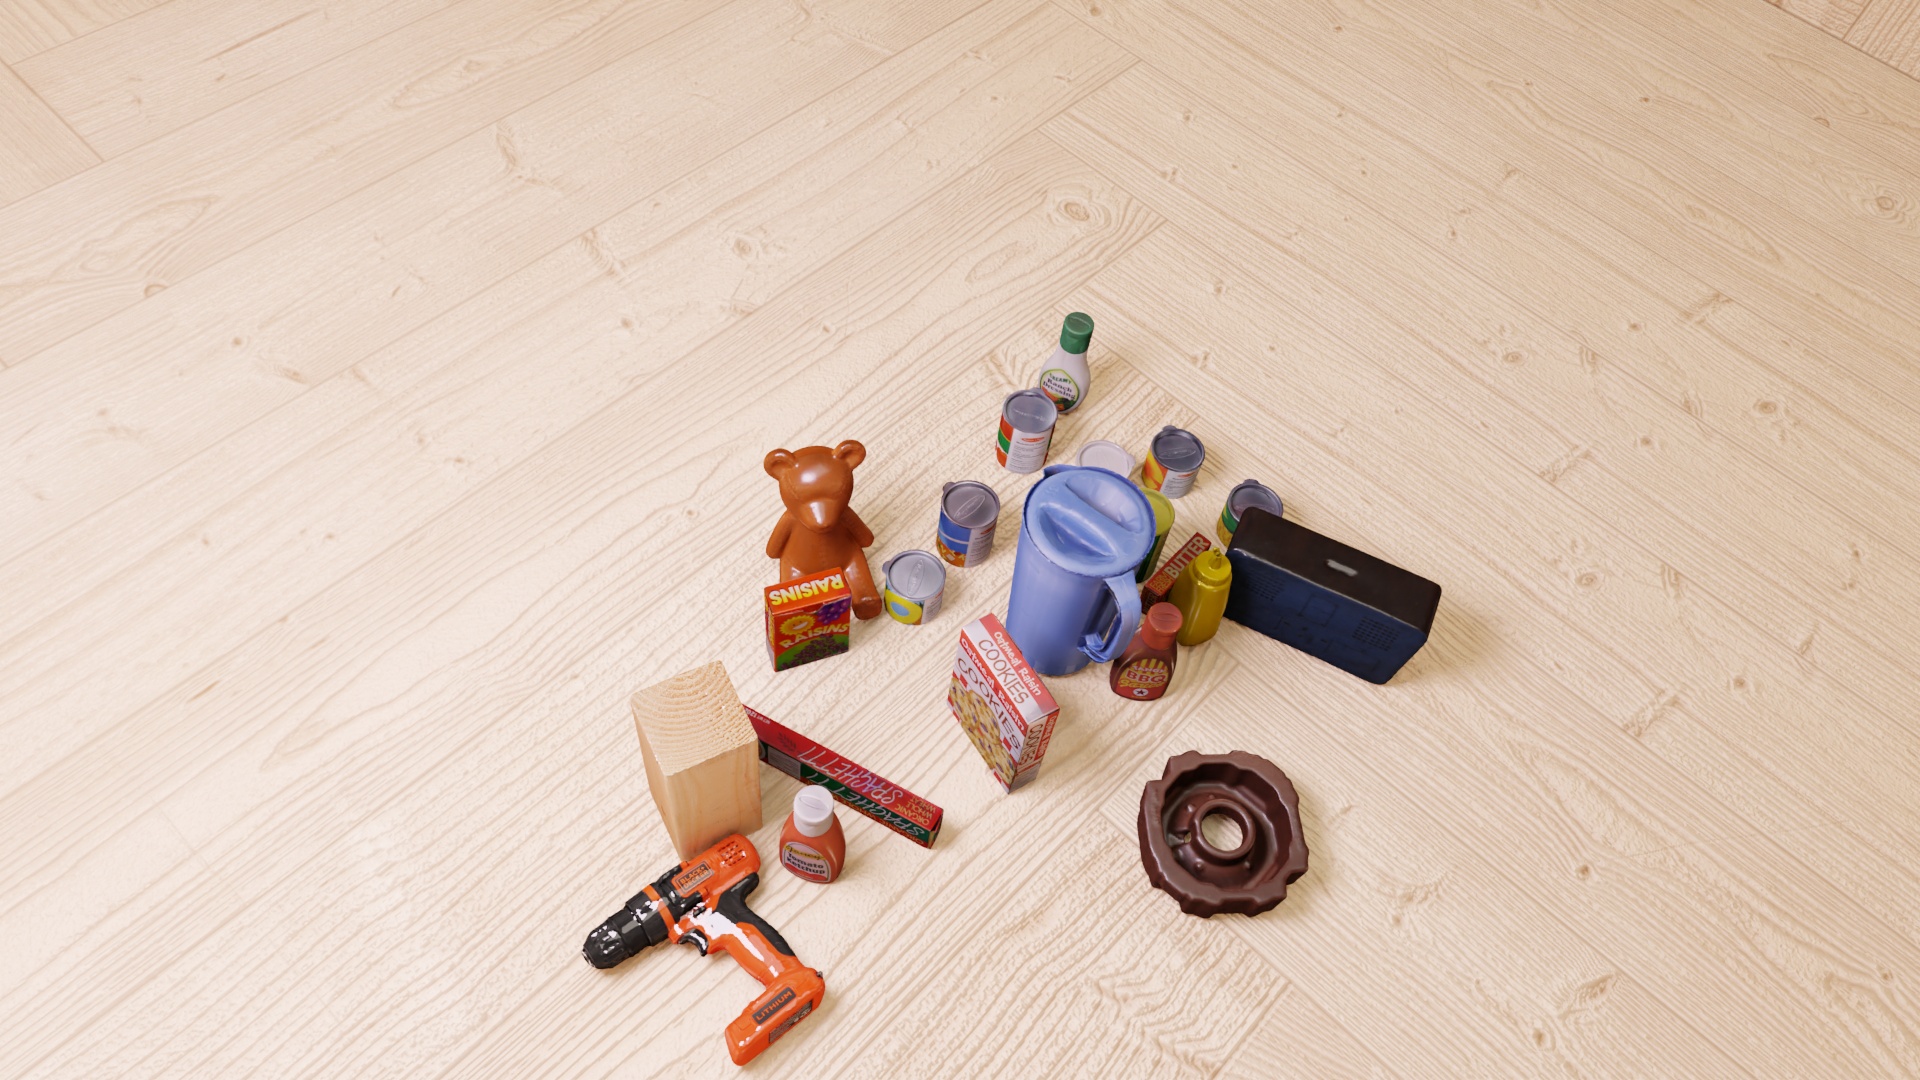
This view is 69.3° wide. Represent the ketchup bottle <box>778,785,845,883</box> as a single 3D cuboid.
[{"bbox_3d":[-0.140,0.277,1.316,0.065,0.148,0.044,19,56,6],"label":"ketchup bottle"}]

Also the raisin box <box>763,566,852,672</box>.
[{"bbox_3d":[-0.161,0.085,1.459,0.086,0.122,0.040,-14,59,-16],"label":"raisin box"}]

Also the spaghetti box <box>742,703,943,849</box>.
[{"bbox_3d":[-0.131,0.236,1.404,0.250,0.050,0.029,26,57,10],"label":"spaghetti box"}]

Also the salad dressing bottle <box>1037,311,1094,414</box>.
[{"bbox_3d":[0.132,-0.215,1.685,0.064,0.146,0.044,27,57,11],"label":"salad dressing bottle"}]

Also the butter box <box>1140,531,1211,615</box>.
[{"bbox_3d":[0.243,0.040,1.582,0.024,0.052,0.104,38,60,18],"label":"butter box"}]

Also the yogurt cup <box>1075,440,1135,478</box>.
[{"bbox_3d":[0.166,-0.077,1.652,0.072,0.053,0.073,3,56,-5],"label":"yogurt cup"}]

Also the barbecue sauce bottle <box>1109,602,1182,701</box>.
[{"bbox_3d":[0.200,0.117,1.466,0.065,0.147,0.044,7,56,-2],"label":"barbecue sauce bottle"}]

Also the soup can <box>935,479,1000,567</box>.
[{"bbox_3d":[0.006,-0.020,1.575,0.071,0.083,0.072,3,56,-5],"label":"soup can"}]

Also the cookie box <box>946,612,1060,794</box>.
[{"bbox_3d":[0.041,0.166,1.402,0.040,0.166,0.123,-25,62,-21],"label":"cookie box"}]

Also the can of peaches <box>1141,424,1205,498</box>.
[{"bbox_3d":[0.255,-0.094,1.671,0.071,0.057,0.071,3,56,-5],"label":"can of peaches"}]

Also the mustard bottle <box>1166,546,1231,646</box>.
[{"bbox_3d":[0.264,0.054,1.510,0.049,0.159,0.065,-11,58,-14],"label":"mustard bottle"}]

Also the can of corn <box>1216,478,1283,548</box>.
[{"bbox_3d":[0.340,-0.028,1.636,0.071,0.058,0.071,3,56,-5],"label":"can of corn"}]

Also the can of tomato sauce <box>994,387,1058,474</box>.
[{"bbox_3d":[0.078,-0.131,1.660,0.071,0.082,0.071,3,56,-5],"label":"can of tomato sauce"}]

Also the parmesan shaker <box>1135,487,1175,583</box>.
[{"bbox_3d":[0.199,-0.002,1.575,0.071,0.102,0.071,3,56,-5],"label":"parmesan shaker"}]

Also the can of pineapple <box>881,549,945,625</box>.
[{"bbox_3d":[-0.053,0.051,1.535,0.071,0.057,0.071,3,56,-5],"label":"can of pineapple"}]
